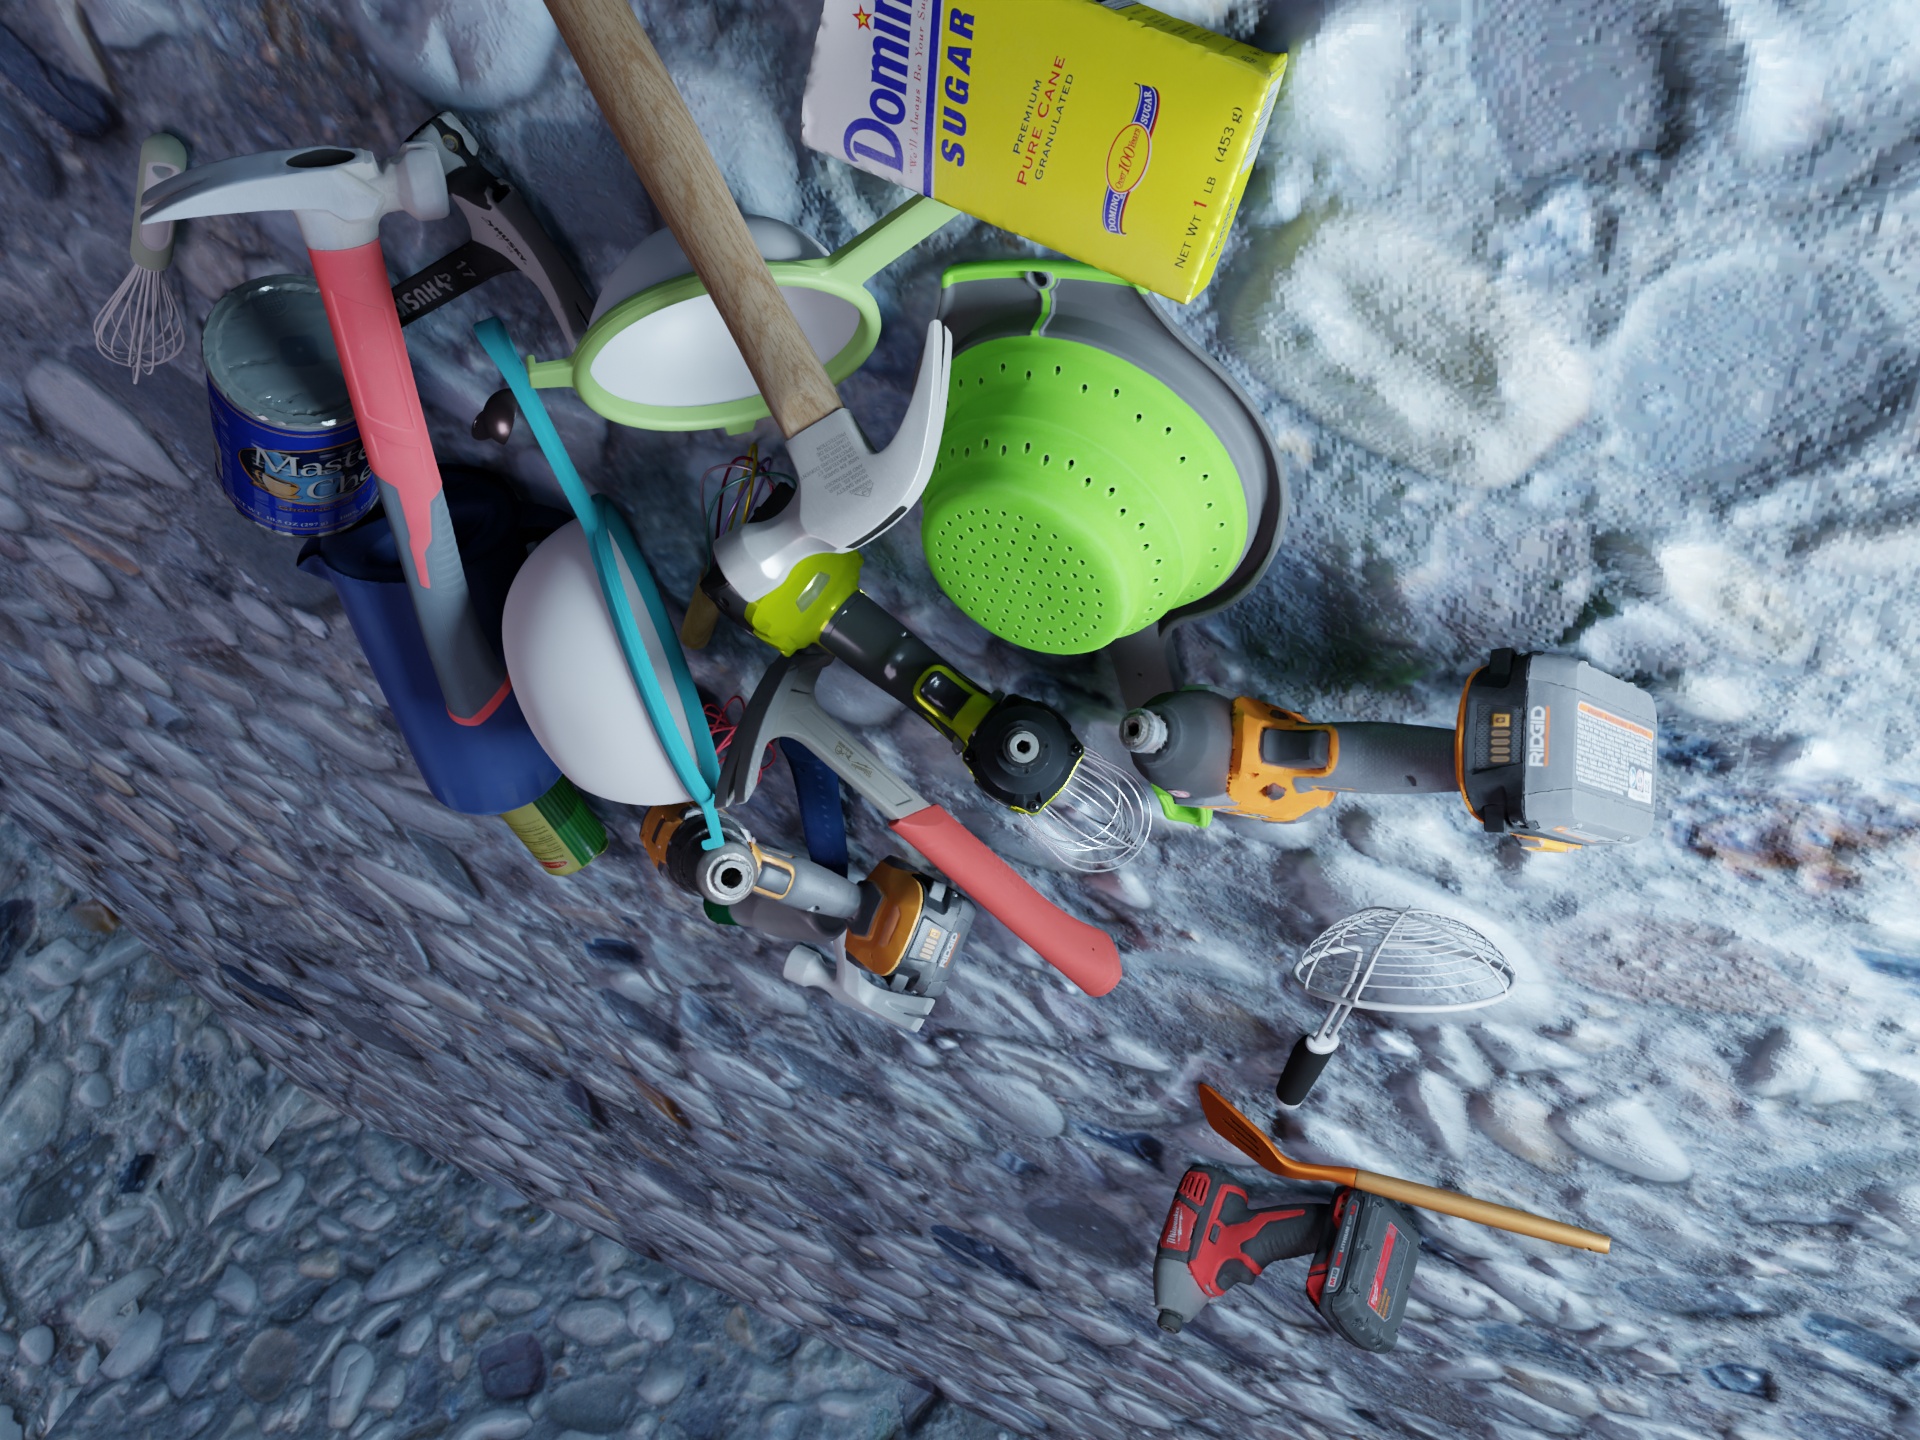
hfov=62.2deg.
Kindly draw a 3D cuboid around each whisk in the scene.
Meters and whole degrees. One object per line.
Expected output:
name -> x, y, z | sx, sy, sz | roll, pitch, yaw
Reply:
whisk -> -0.002, -0.002, 0.999 | 0.284, 0.070, 0.070 | 36, 149, 1
whisk -> -0.205, 0.045, 1.239 | 0.073, 0.073, 0.296 | 37, 153, -9
whisk -> -0.535, -0.301, 1.049 | 0.057, 0.059, 0.246 | 3, 157, -30
whisk -> -0.149, -0.103, 1.003 | 0.047, 0.051, 0.245 | 65, 156, 12

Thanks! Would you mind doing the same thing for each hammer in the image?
hammer -> -0.366, -0.243, 0.994 | 0.409, 0.036, 0.149 | -6, 133, 46
hammer -> -0.011, 0.092, 1.077 | 0.037, 0.149, 0.358 | -15, 132, 42
hammer -> -0.098, 0.136, 1.292 | 0.144, 0.035, 0.405 | 22, 147, 17
hammer -> -0.112, -0.224, 0.668 | 0.130, 0.031, 0.331 | -29, 89, 11
hammer -> -0.333, -0.138, 0.911 | 0.143, 0.038, 0.386 | -12, 138, -13

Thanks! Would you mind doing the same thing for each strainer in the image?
strainer -> -0.246, -0.077, 0.964 | 0.095, 0.211, 0.340 | -21, 128, -2
strainer -> -0.078, -0.221, 0.741 | 0.256, 0.069, 0.151 | -25, 165, 33

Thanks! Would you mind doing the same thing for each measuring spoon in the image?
measuring spoon -> -0.297, -0.188, 0.990 | 0.018, 0.034, 0.124 | 14, 179, -28

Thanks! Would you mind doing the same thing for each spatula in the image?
spatula -> 0.335, 0.354, 1.239 | 0.323, 0.041, 0.080 | 9, 143, 25

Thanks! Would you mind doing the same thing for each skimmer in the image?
skimmer -> 0.256, 0.216, 1.045 | 0.127, 0.090, 0.363 | -3, 148, -4

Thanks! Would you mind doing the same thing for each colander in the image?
colander -> 0.071, -0.046, 0.832 | 0.205, 0.094, 0.396 | 11, 143, 30

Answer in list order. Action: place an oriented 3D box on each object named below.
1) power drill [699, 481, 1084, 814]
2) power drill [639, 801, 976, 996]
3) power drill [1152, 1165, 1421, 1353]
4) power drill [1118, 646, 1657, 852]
power drill -> -0.030, -0.031, 0.890 | 0.223, 0.080, 0.171 | 37, 178, 5
power drill -> -0.105, 0.119, 1.105 | 0.226, 0.084, 0.185 | 24, 177, -20
power drill -> 0.258, 0.452, 1.326 | 0.220, 0.143, 0.078 | -10, 132, 45
power drill -> 0.196, 0.015, 0.768 | 0.226, 0.084, 0.164 | -2, 171, 42
